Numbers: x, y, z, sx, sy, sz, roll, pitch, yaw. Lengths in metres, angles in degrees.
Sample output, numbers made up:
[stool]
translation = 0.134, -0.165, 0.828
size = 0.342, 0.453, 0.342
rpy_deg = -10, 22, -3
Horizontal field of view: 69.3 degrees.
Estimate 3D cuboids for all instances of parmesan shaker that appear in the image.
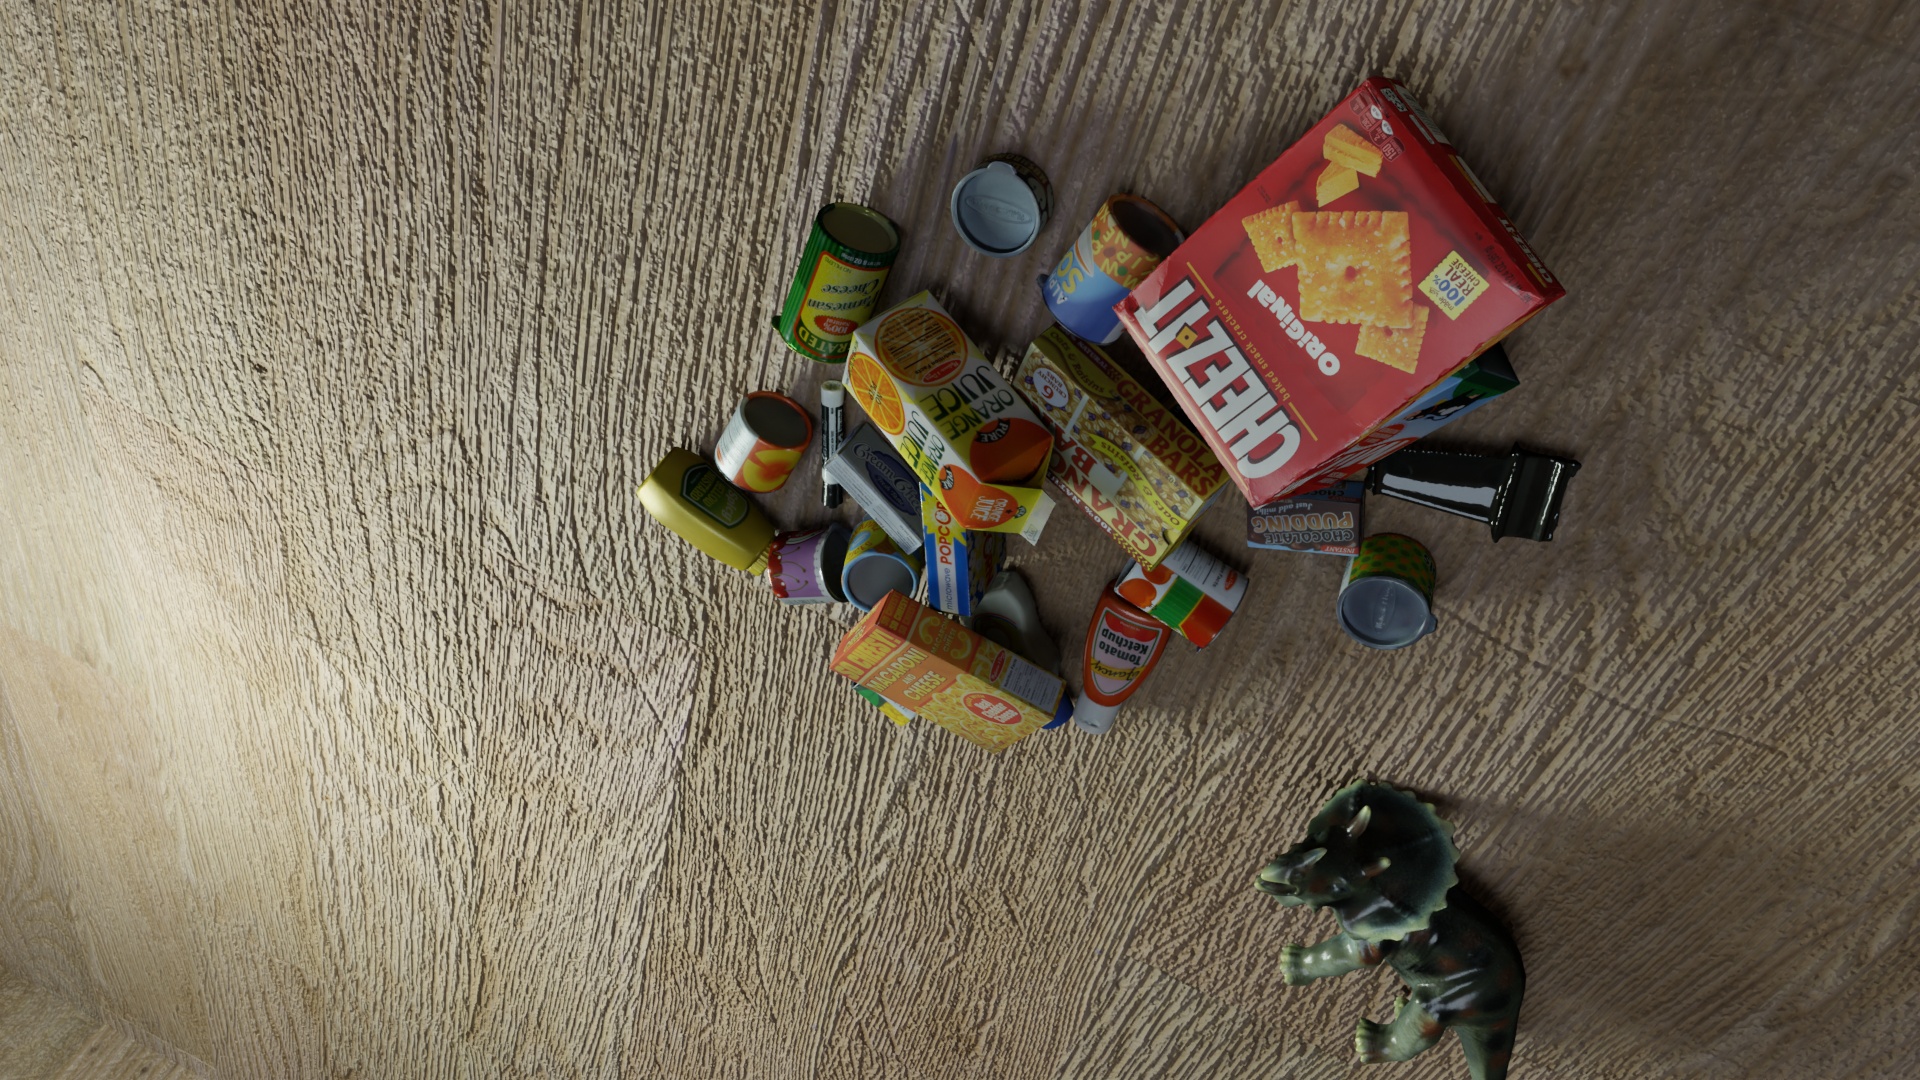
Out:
[parmesan shaker]
translation = -0.094, -0.193, 1.039
size = 0.071, 0.072, 0.102
rpy_deg = 30, 130, 3

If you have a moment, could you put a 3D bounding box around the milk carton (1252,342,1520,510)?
[milk carton]
translation = 0.260, -0.092, 0.926
size = 0.190, 0.073, 0.072
rpy_deg = -31, 68, 36

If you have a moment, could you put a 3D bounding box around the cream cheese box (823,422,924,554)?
[cream cheese box]
translation = -0.061, -0.043, 1.140
size = 0.103, 0.054, 0.024
rpy_deg = 47, 131, -11

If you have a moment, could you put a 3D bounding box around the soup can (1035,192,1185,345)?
[soup can]
translation = 0.103, -0.188, 0.954
size = 0.071, 0.072, 0.083
rpy_deg = 37, 130, -4

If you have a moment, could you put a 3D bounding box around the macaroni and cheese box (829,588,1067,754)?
[macaroni and cheese box]
translation = -0.012, 0.112, 1.162
size = 0.166, 0.040, 0.123
rpy_deg = 29, 149, -10

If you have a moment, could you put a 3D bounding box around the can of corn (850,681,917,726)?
[can of corn]
translation = -0.056, 0.124, 1.251
size = 0.058, 0.071, 0.071
rpy_deg = 39, 130, -6

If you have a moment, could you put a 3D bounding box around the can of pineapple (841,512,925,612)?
[can of pineapple]
translation = -0.066, 0.020, 1.173
size = 0.071, 0.058, 0.070
rpy_deg = 1, 122, 2

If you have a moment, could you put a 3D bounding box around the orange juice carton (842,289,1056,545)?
[orange juice carton]
translation = 0.001, -0.082, 1.017
size = 0.193, 0.073, 0.071
rpy_deg = 51, 155, 14

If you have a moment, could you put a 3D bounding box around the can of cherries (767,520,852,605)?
[can of cherries]
translation = -0.127, 0.020, 1.209
size = 0.058, 0.072, 0.071
rpy_deg = -4, 121, 28

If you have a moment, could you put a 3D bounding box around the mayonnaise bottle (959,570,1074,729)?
[mayonnaise bottle]
translation = 0.052, 0.096, 1.195
size = 0.064, 0.041, 0.147
rpy_deg = -13, 117, 33

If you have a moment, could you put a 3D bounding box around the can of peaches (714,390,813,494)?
[can of peaches]
translation = -0.161, -0.082, 1.153
size = 0.071, 0.071, 0.057
rpy_deg = 35, 130, -2

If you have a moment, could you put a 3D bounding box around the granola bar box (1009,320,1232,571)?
[granola bar box]
translation = 0.106, -0.066, 1.004
size = 0.166, 0.039, 0.123
rpy_deg = 44, 154, 10

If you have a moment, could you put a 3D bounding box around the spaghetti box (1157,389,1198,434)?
[spaghetti box]
translation = 0.215, -0.148, 0.942
size = 0.028, 0.050, 0.248
rpy_deg = 40, 130, -7

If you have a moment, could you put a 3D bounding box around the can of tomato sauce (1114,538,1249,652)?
[can of tomato sauce]
translation = 0.170, 0.036, 1.082
size = 0.083, 0.071, 0.070
rpy_deg = 33, 130, 1

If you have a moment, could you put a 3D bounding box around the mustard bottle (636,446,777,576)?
[mustard bottle]
translation = -0.205, -0.014, 1.224
size = 0.160, 0.066, 0.048
rpy_deg = 38, 136, -12

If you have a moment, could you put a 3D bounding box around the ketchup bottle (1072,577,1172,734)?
[ketchup bottle]
translation = 0.131, 0.101, 1.162
size = 0.065, 0.044, 0.148
rpy_deg = 22, 130, 8

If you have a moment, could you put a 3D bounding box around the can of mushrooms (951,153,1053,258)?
[can of mushrooms]
translation = 0.030, -0.237, 0.974
size = 0.071, 0.034, 0.070
rpy_deg = 13, 127, 17

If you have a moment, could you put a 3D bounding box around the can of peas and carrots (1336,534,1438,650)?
[can of peas and carrots]
translation = 0.316, 0.037, 1.021
size = 0.071, 0.059, 0.070
rpy_deg = 12, 127, 16

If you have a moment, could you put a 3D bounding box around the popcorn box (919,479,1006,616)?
[popcorn box]
translation = 0.004, -0.014, 1.110
size = 0.038, 0.085, 0.126
rpy_deg = 11, 127, 20

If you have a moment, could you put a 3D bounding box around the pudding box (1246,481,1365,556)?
[pudding box]
translation = 0.255, -0.019, 1.028
size = 0.084, 0.030, 0.049
rpy_deg = 6, 126, 21
